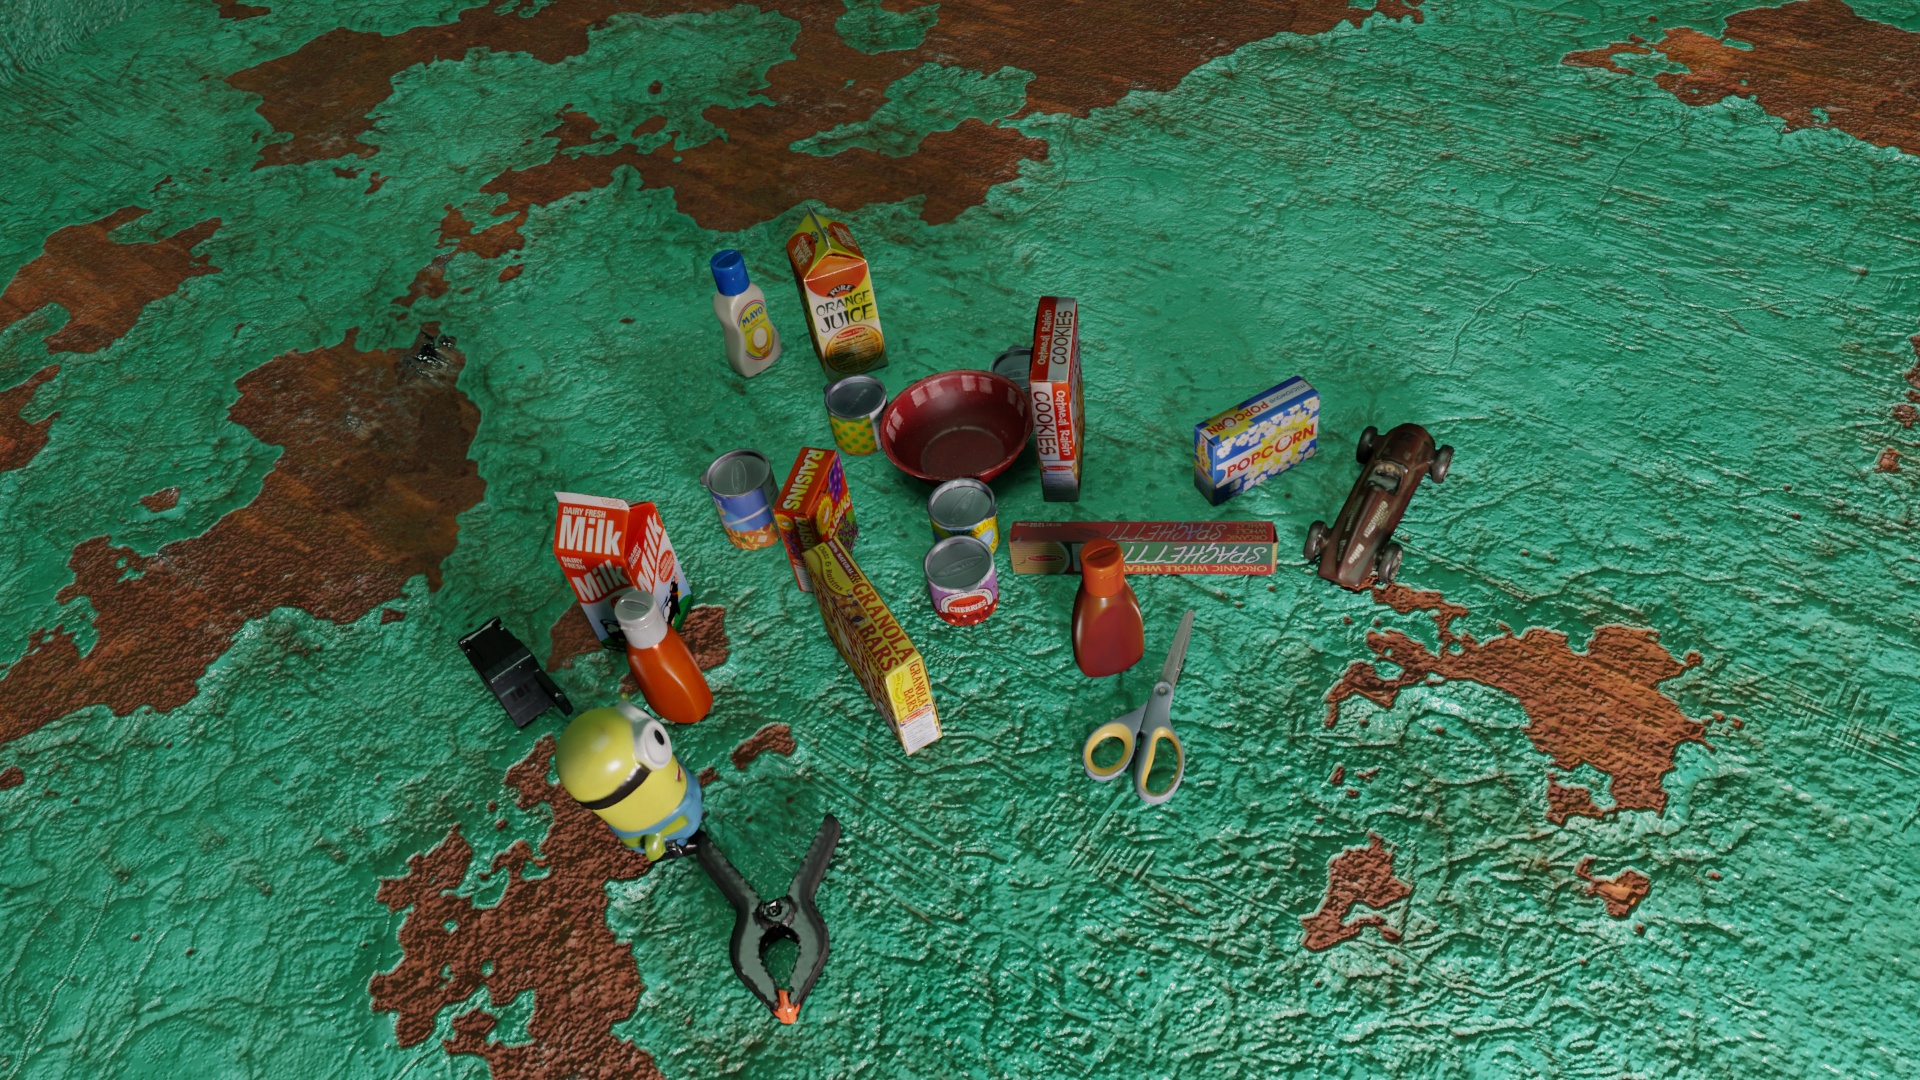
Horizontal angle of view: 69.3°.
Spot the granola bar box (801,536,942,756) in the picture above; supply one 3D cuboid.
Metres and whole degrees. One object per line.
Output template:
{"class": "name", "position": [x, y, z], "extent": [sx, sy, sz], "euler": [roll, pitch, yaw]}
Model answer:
{"class": "granola bar box", "position": [-0.078, 0.092, 1.233], "extent": [0.039, 0.123, 0.166], "euler": [-27, 50, -14]}

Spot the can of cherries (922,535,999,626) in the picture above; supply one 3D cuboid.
{"class": "can of cherries", "position": [0.002, 0.040, 1.309], "extent": [0.071, 0.058, 0.072], "euler": [-5, 49, 5]}

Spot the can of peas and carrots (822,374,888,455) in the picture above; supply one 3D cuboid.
{"class": "can of peas and carrots", "position": [-0.110, -0.134, 1.480], "extent": [0.071, 0.058, 0.071], "euler": [-5, 49, 5]}

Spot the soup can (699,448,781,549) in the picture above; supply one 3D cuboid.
{"class": "soup can", "position": [-0.217, -0.041, 1.398], "extent": [0.071, 0.083, 0.072], "euler": [-5, 49, 5]}

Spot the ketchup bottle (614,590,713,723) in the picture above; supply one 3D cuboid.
{"class": "ketchup bottle", "position": [-0.268, 0.104, 1.237], "extent": [0.065, 0.148, 0.044], "euler": [14, 53, 20]}

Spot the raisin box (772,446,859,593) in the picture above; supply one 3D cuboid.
{"class": "raisin box", "position": [-0.137, -0.018, 1.339], "extent": [0.040, 0.122, 0.086], "euler": [8, 51, 16]}

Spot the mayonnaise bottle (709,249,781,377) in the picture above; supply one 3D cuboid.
{"class": "mayonnaise bottle", "position": [-0.243, -0.254, 1.547], "extent": [0.041, 0.147, 0.065], "euler": [31, 60, 30]}

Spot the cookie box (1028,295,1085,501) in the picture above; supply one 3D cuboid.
{"class": "cookie box", "position": [0.097, -0.139, 1.378], "extent": [0.040, 0.166, 0.123], "euler": [0, 49, 10]}

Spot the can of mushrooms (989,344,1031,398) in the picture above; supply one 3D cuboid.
{"class": "can of mushrooms", "position": [0.065, -0.177, 1.506], "extent": [0.071, 0.033, 0.071], "euler": [-5, 49, 5]}

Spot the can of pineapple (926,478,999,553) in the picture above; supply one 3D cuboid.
{"class": "can of pineapple", "position": [0.005, -0.017, 1.359], "extent": [0.071, 0.057, 0.071], "euler": [-5, 49, 5]}

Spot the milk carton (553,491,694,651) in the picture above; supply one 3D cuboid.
{"class": "milk carton", "position": [-0.315, 0.022, 1.289], "extent": [0.072, 0.189, 0.074], "euler": [6, 51, 14]}

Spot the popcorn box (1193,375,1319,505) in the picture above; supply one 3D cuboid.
{"class": "popcorn box", "position": [0.291, -0.098, 1.366], "extent": [0.127, 0.084, 0.038], "euler": [-26, 50, -13]}

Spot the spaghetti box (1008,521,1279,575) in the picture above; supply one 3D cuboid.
{"class": "spaghetti box", "position": [0.173, 0.007, 1.316], "extent": [0.250, 0.050, 0.029], "euler": [0, 49, 9]}

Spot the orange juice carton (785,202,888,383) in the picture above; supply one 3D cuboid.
{"class": "orange juice carton", "position": [-0.137, -0.271, 1.515], "extent": [0.073, 0.191, 0.072], "euler": [-20, 49, -8]}

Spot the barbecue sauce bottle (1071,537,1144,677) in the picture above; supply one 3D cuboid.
{"class": "barbecue sauce bottle", "position": [0.127, 0.059, 1.212], "extent": [0.065, 0.147, 0.044], "euler": [-20, 49, -8]}
